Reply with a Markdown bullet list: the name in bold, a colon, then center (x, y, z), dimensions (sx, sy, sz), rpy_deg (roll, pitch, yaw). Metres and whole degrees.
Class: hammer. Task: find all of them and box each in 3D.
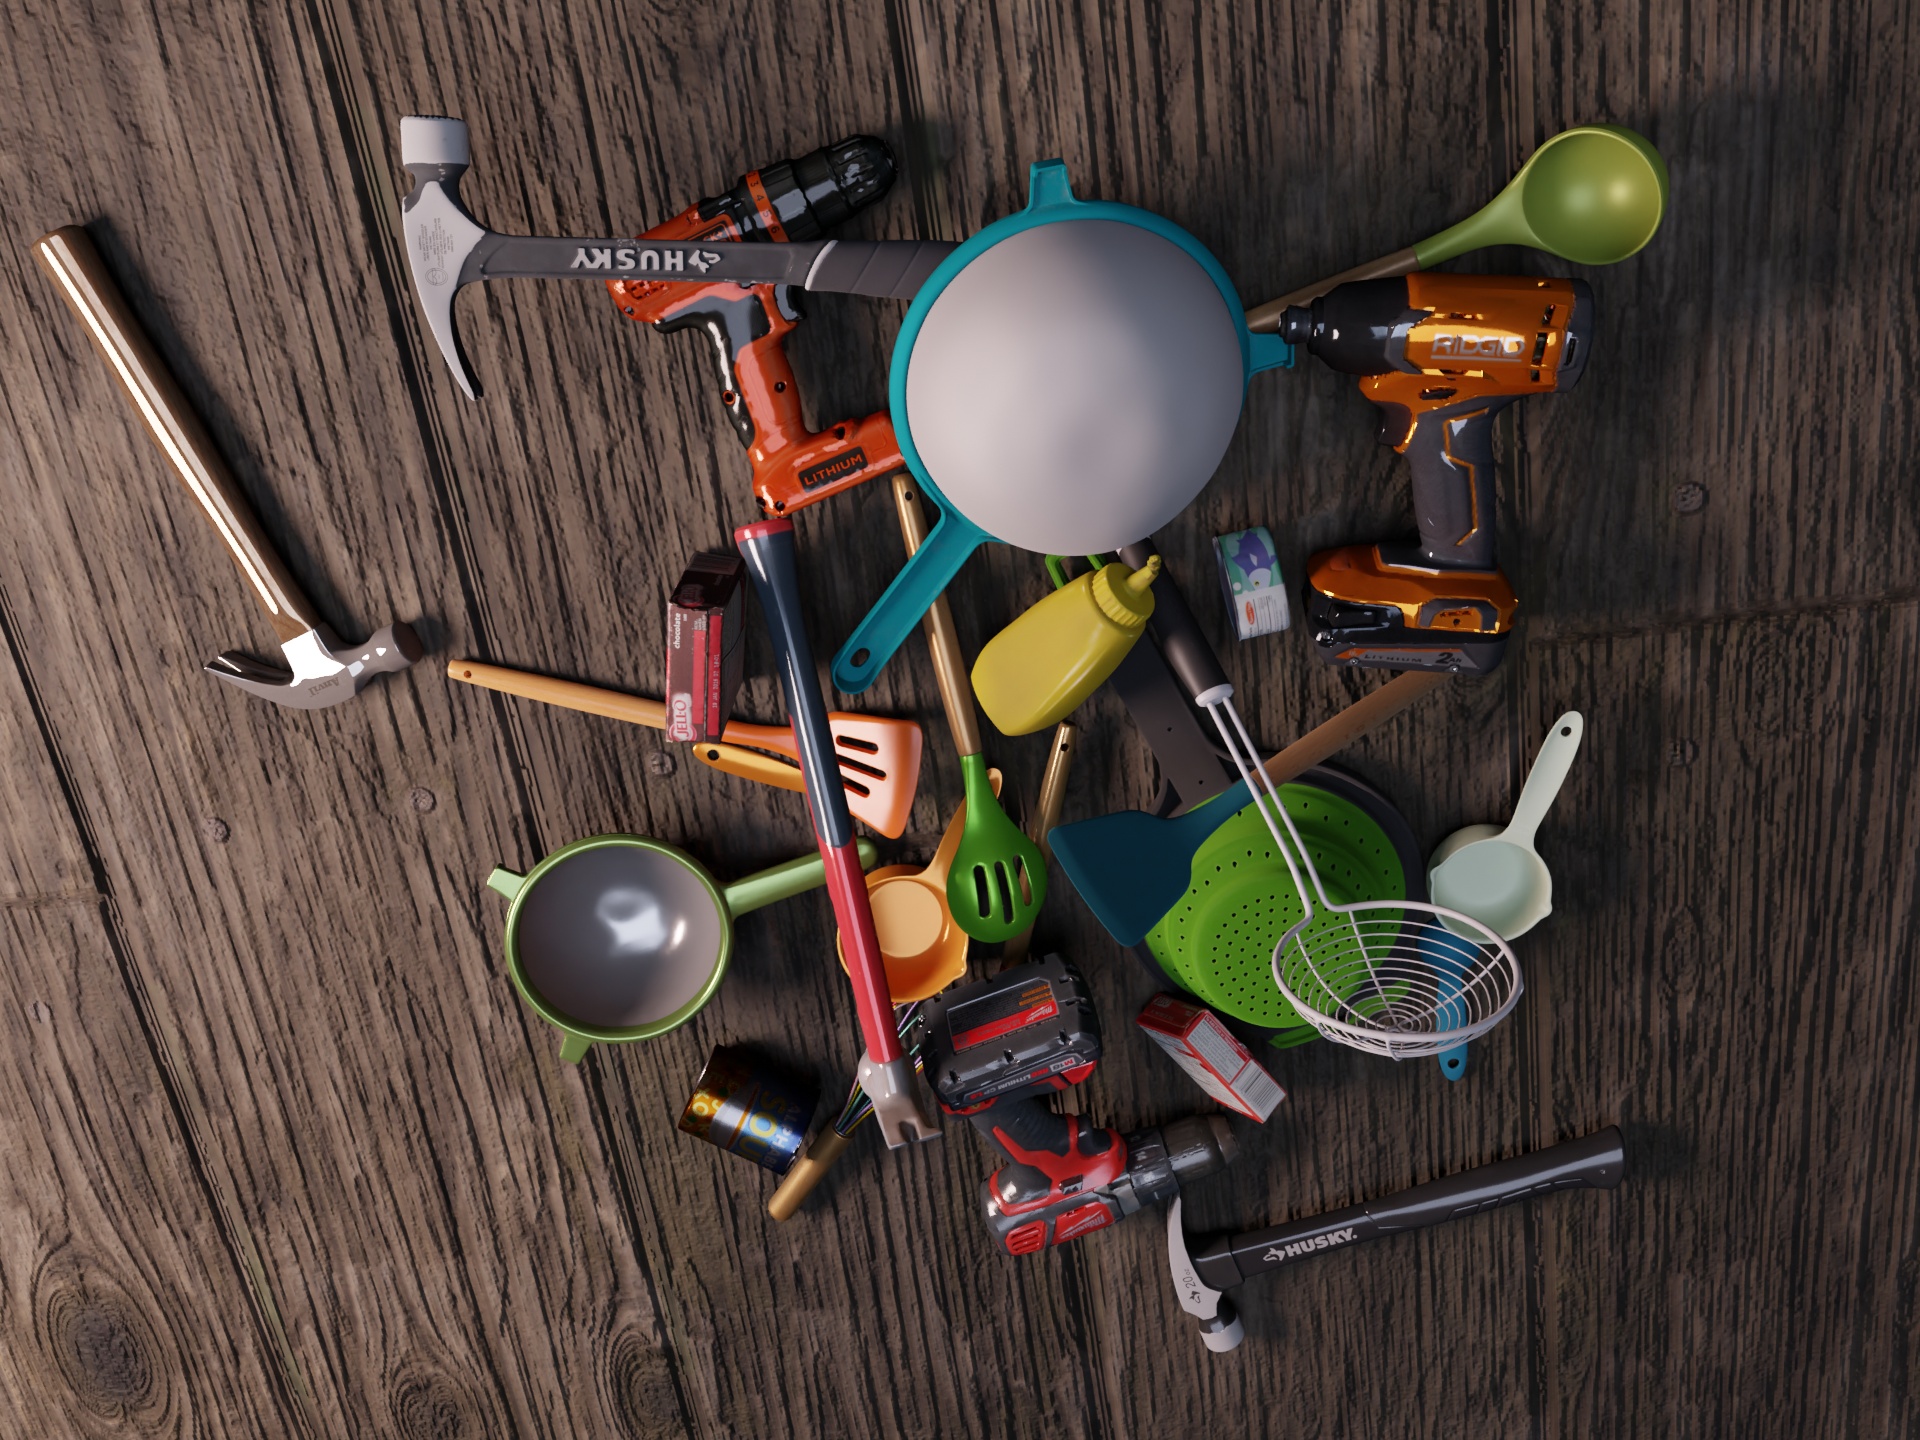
- **hammer**: center (-0.076, 0.067, 0.976), dimensions (0.038, 0.143, 0.386), rpy_deg (-13, 96, -9)
- **hammer**: center (-0.487, -0.155, 1.022), dimensions (0.130, 0.031, 0.331), rpy_deg (-23, 107, 13)
- **hammer**: center (0.308, 0.350, 1.141), dimensions (0.335, 0.035, 0.146), rpy_deg (-20, 109, 12)
- **hammer**: center (-0.098, -0.250, 0.889), dimensions (0.409, 0.036, 0.149), rpy_deg (1, 107, -6)

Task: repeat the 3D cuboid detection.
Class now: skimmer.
- **skimmer**: center (0.180, 0.023, 0.896), dimensions (0.127, 0.364, 0.090), rpy_deg (-16, 156, -20)

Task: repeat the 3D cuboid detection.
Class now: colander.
- **colander**: center (0.163, 0.064, 1.012), dimensions (0.204, 0.094, 0.397), rpy_deg (-28, 106, 15)

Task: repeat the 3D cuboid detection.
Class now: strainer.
- **strainer**: center (-0.182, 0.122, 1.092), dimensions (0.256, 0.069, 0.151), rpy_deg (-19, 107, -5)
- **strainer**: center (0.032, -0.125, 0.905), dimensions (0.210, 0.095, 0.340), rpy_deg (29, 113, -26)

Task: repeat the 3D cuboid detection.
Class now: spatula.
- **spatula**: center (0.201, 0.024, 0.958), dimensions (0.317, 0.044, 0.082), rpy_deg (-32, 73, -10)
- **spatula**: center (-0.184, 0.002, 1.049), dimensions (0.322, 0.041, 0.081), rpy_deg (13, 106, 2)

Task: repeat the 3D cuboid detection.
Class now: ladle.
- **ladle**: center (0.236, -0.250, 0.907), dimensions (0.320, 0.062, 0.078), rpy_deg (-19, 116, 15)
- **ladle**: center (0.042, 0.144, 1.086), dimensions (0.069, 0.031, 0.315), rpy_deg (10, 112, -4)

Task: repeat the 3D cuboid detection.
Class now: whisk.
- **whisk**: center (-0.075, 0.277, 1.150), dimensions (0.047, 0.051, 0.245), rpy_deg (40, 115, 12)

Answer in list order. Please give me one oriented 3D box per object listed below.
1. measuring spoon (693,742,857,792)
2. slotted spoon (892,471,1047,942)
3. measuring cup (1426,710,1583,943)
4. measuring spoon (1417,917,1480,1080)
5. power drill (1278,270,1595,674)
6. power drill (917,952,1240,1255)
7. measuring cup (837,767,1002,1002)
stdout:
- **measuring spoon**: center (-0.125, 0.037, 1.072), dimensions (0.117, 0.011, 0.021), rpy_deg (18, 112, -2)
- **slotted spoon**: center (-0.002, -0.003, 1.016), dimensions (0.070, 0.031, 0.313), rpy_deg (-16, 100, -13)
- **measuring cup**: center (0.357, 0.064, 1.026), dimensions (0.083, 0.038, 0.167), rpy_deg (18, 110, -2)
- **measuring spoon**: center (0.336, 0.194, 1.085), dimensions (0.042, 0.021, 0.128), rpy_deg (-6, 109, 8)
- **power drill**: center (0.256, -0.145, 0.914), dimensions (0.164, 0.084, 0.226), rpy_deg (4, 121, 4)
- **power drill**: center (0.082, 0.266, 1.087), dimensions (0.188, 0.080, 0.226), rpy_deg (-20, 126, 3)
- **measuring cup**: center (-0.019, 0.104, 1.073), dimensions (0.095, 0.052, 0.173), rpy_deg (28, 95, -7)
